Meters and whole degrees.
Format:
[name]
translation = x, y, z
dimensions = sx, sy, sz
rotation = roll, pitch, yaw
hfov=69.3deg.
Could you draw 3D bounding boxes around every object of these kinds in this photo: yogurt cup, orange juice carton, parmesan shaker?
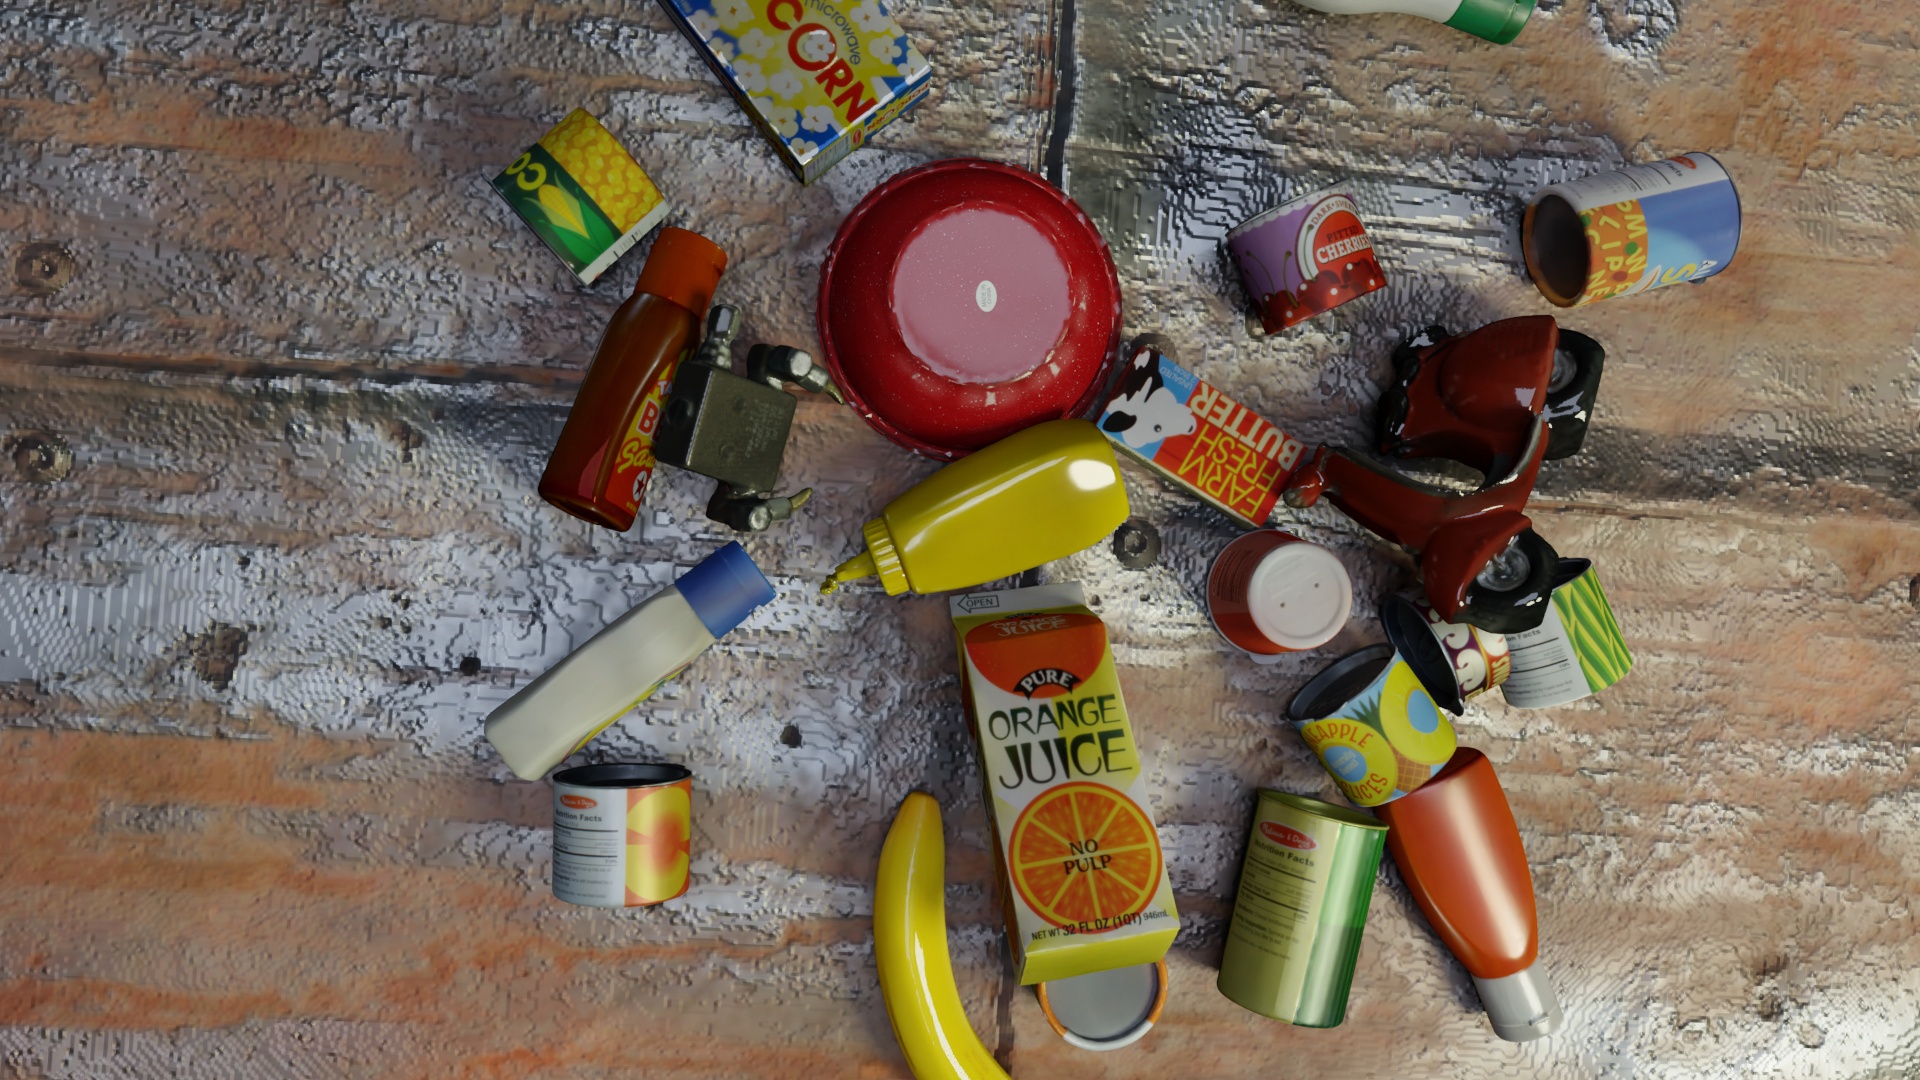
[yogurt cup]
translation = 0.166, 0.028, 0.716
dimensions = 0.072, 0.054, 0.072
rotation = 0, 89, -6
[orange juice carton]
translation = 0.045, 0.107, 0.673
dimensions = 0.072, 0.072, 0.193
rotation = -8, 61, -5
[parmesan shaker]
translation = 0.172, 0.186, 0.711
dimensions = 0.071, 0.071, 0.103
rotation = 13, 89, -5

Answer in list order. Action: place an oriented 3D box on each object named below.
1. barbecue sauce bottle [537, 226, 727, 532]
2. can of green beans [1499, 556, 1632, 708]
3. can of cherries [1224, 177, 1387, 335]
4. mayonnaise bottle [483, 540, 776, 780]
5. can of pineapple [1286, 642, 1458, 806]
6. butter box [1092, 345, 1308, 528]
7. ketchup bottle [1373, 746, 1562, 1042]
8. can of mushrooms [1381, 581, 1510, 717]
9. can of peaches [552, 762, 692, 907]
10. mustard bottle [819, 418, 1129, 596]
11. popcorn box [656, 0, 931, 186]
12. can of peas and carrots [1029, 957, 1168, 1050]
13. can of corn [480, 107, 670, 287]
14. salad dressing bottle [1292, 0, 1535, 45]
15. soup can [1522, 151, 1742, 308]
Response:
[barbecue sauce bottle]
translation = -0.158, -0.081, 0.684
dimensions = 0.044, 0.064, 0.149
rotation = 18, 79, 6
[can of green beans]
translation = 0.306, 0.048, 0.723
dimensions = 0.071, 0.071, 0.058
rotation = -24, 93, -5
[can of cherries]
translation = 0.178, -0.144, 0.710
dimensions = 0.071, 0.071, 0.058
rotation = -22, 92, -5
[mayonnaise bottle]
translation = -0.160, 0.057, 0.681
dimensions = 0.148, 0.064, 0.041
rotation = -37, 92, -8
[can of pineapple]
translation = 0.210, 0.095, 0.712
dimensions = 0.071, 0.071, 0.058
rotation = -37, 93, -5
[butter box]
translation = 0.124, -0.053, 0.727
dimensions = 0.103, 0.024, 0.053
rotation = 31, 87, -4
[ketchup bottle]
translation = 0.271, 0.187, 0.729
dimensions = 0.065, 0.043, 0.148
rotation = -23, 92, -4
[can of mushrooms]
translation = 0.251, 0.053, 0.716
dimensions = 0.033, 0.071, 0.071
rotation = -25, 92, -6
[can of peaches]
translation = -0.163, 0.142, 0.678
dimensions = 0.071, 0.071, 0.058
rotation = 1, 90, -5
[mustard bottle]
translation = 0.002, -0.009, 0.699
dimensions = 0.160, 0.049, 0.065
rotation = -21, 120, -3
[popcorn box]
translation = -0.086, -0.258, 0.702
dimensions = 0.085, 0.038, 0.126
rotation = -39, 93, -6
[can of peas and carrots]
translation = 0.066, 0.213, 0.701
dimensions = 0.071, 0.058, 0.071
rotation = 0, 90, -6
[can of corn]
translation = -0.186, -0.169, 0.676
dimensions = 0.058, 0.071, 0.071
rotation = -43, 93, -5
[salad dressing bottle]
translation = 0.228, -0.302, 0.732
dimensions = 0.148, 0.044, 0.064
rotation = 17, 86, -6
[soup can]
translation = 0.351, -0.160, 0.731
dimensions = 0.084, 0.071, 0.071
rotation = -14, 91, -5
